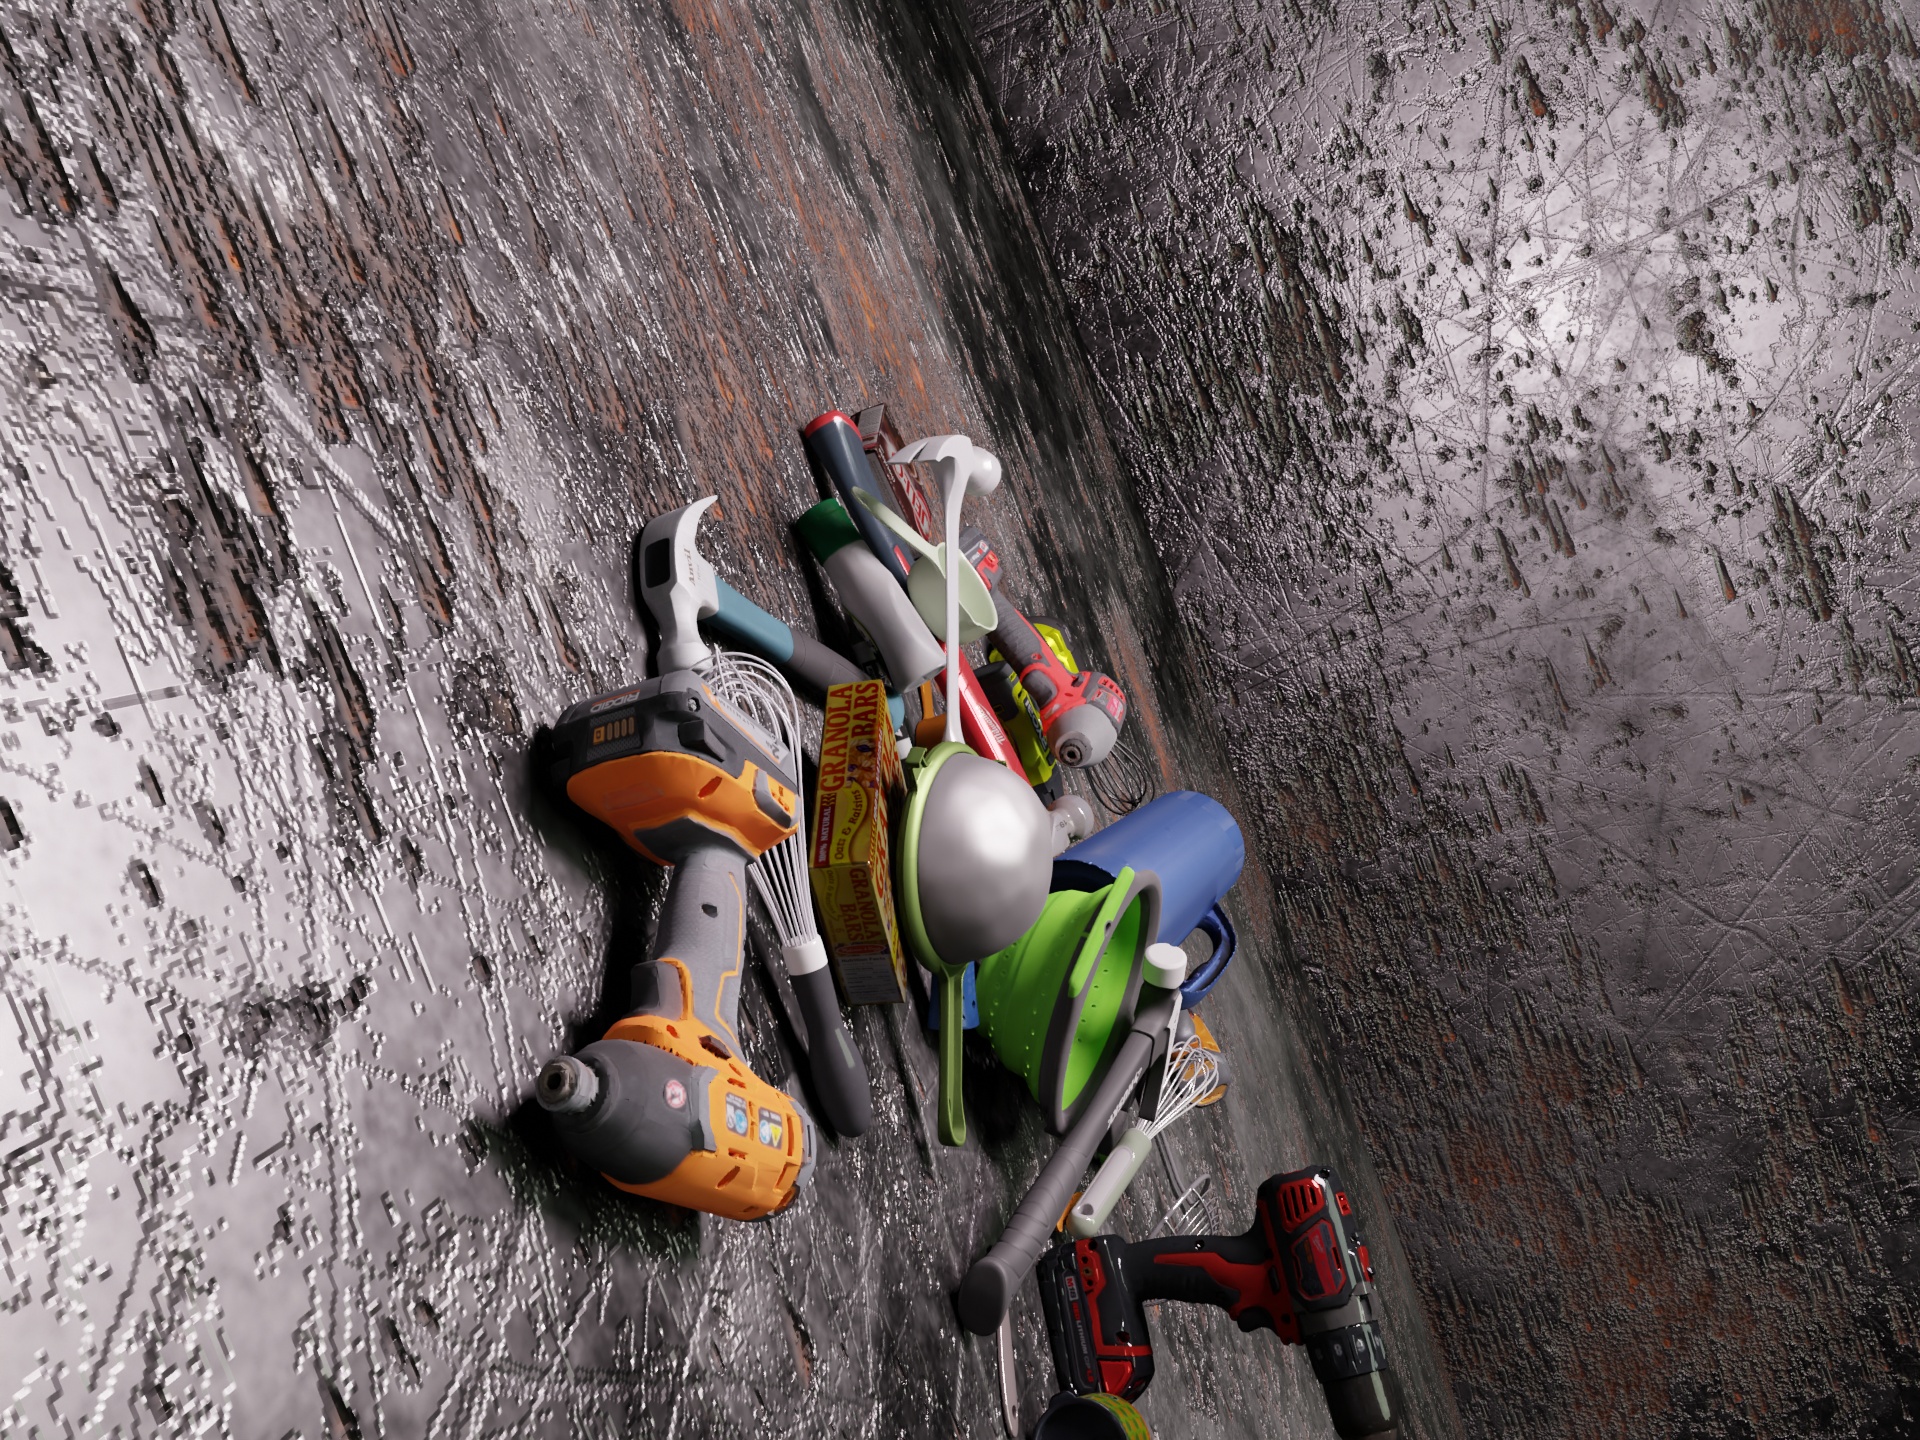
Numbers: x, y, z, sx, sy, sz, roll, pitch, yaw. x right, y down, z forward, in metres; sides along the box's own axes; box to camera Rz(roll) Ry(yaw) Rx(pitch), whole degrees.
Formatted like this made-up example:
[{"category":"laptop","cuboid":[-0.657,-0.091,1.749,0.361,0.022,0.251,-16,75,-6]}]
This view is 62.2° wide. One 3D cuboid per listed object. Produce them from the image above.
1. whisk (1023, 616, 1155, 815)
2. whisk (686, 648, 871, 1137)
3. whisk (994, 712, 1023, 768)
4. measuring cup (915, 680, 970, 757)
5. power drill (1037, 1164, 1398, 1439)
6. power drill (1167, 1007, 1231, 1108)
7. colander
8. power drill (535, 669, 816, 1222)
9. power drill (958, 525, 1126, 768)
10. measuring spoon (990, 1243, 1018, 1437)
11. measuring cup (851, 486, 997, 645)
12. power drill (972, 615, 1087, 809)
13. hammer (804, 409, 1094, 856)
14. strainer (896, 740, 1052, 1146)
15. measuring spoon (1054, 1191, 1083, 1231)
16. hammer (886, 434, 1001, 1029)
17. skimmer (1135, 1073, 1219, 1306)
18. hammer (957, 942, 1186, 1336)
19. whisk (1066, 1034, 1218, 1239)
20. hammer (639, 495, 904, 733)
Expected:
[{"category":"whisk","cuboid":[0.110,-0.003,1.458,0.238,0.055,0.055,55,21,-26]},{"category":"whisk","cuboid":[-0.094,0.097,0.868,0.070,0.070,0.284,-50,127,-72]},{"category":"whisk","cuboid":[0.053,0.104,1.394,0.051,0.047,0.245,-56,129,-72]},{"category":"measuring cup","cuboid":[-0.002,-0.004,1.307,0.095,0.052,0.174,42,35,-61]},{"category":"power drill","cuboid":[0.183,0.427,1.109,0.080,0.226,0.188,41,34,-61]},{"category":"power drill","cuboid":[0.193,0.255,1.604,0.185,0.084,0.226,-116,-178,-69]},{"category":"colander","cuboid":[0.079,0.245,1.237,0.205,0.094,0.396,-60,156,-31]},{"category":"power drill","cuboid":[-0.130,0.097,0.707,0.164,0.084,0.227,45,34,-57]},{"category":"power drill","cuboid":[0.048,-0.051,1.336,0.219,0.078,0.143,45,23,-5]},{"category":"measuring spoon","cuboid":[0.035,0.398,1.028,0.034,0.018,0.124,56,22,-44]},{"category":"measuring cup","cuboid":[-0.036,-0.113,1.164,0.167,0.038,0.083,38,29,-39]},{"category":"power drill","cuboid":[0.070,0.002,1.515,0.171,0.080,0.223,66,20,-16]},{"category":"hammer","cuboid":[-0.029,-0.061,1.223,0.143,0.038,0.386,-23,85,-52]},{"category":"strainer","cuboid":[0.018,0.141,1.006,0.151,0.069,0.256,13,77,-66]},{"category":"measuring spoon","cuboid":[0.082,0.381,1.234,0.116,0.011,0.021,32,47,-72]},{"category":"hammer","cuboid":[-0.008,0.006,1.084,0.144,0.035,0.405,3,87,-71]},{"category":"skimmer","cuboid":[0.153,0.367,1.399,0.090,0.127,0.364,22,20,-14]},{"category":"hammer","cuboid":[0.083,0.298,1.101,0.335,0.035,0.146,-43,144,-54]},{"category":"whisk","cuboid":[0.146,0.332,1.277,0.246,0.058,0.059,-39,134,-51]},{"category":"hammer","cuboid":[-0.110,-0.044,1.025,0.330,0.033,0.128,35,40,-65]}]
